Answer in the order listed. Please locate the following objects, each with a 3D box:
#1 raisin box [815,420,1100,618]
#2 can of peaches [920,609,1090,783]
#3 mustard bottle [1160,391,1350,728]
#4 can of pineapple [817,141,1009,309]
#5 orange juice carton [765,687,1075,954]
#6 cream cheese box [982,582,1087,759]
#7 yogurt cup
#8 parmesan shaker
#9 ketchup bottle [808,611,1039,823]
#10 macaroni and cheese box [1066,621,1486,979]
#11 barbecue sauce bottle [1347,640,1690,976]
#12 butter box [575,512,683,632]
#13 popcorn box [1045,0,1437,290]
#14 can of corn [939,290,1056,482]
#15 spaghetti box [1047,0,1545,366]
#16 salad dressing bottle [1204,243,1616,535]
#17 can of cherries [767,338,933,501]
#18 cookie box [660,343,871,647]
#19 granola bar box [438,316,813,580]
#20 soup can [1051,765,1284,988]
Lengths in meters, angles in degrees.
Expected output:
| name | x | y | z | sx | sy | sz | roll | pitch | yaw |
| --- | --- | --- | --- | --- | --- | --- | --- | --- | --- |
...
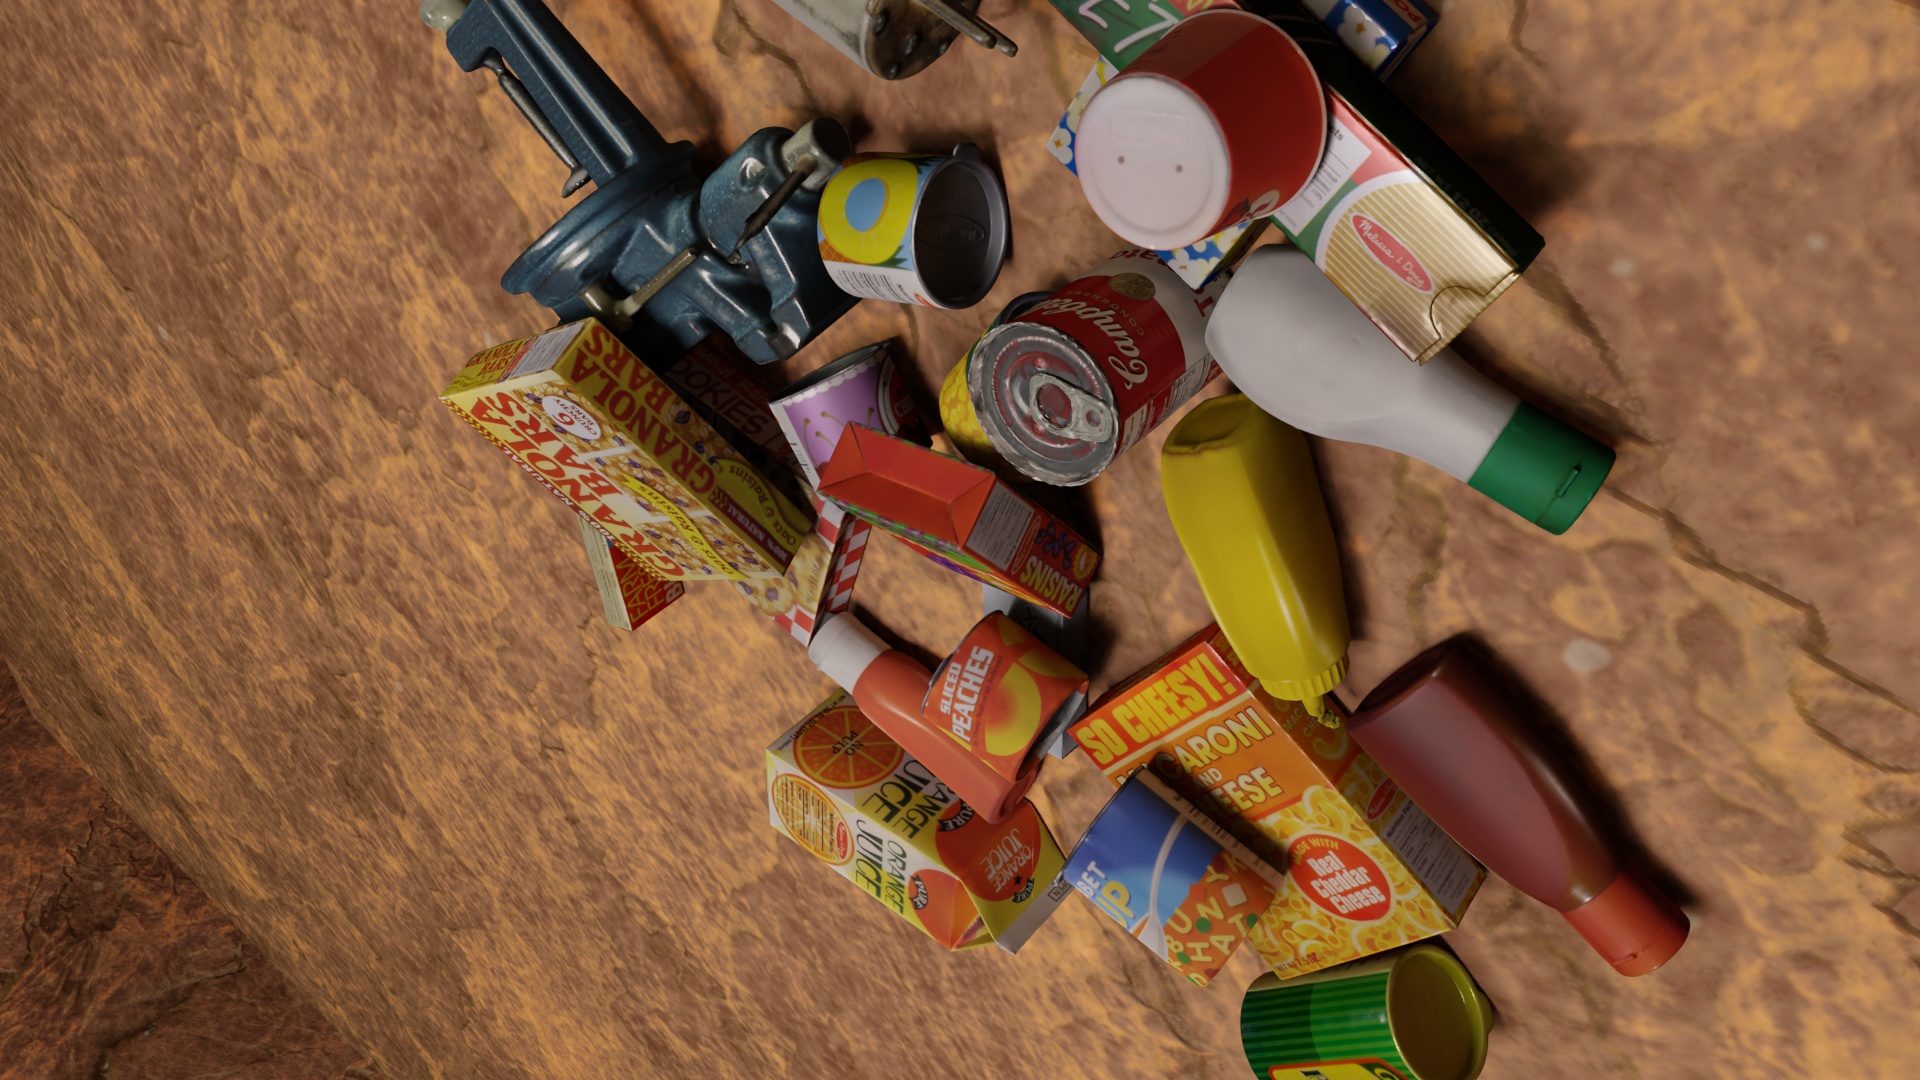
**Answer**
| name | x | y | z | sx | sy | sz | roll | pitch | yaw |
| --- | --- | --- | --- | --- | --- | --- | --- | --- | --- |
| raisin box | 0.002 | -0.008 | 0.653 | 0.086 | 0.040 | 0.123 | 21 | 173 | 32 |
| can of peaches | 0.022 | 0.078 | 0.687 | 0.058 | 0.071 | 0.070 | 36 | 138 | 15 |
| mustard bottle | 0.132 | 0.018 | 0.586 | 0.049 | 0.066 | 0.159 | -3 | 120 | 40 |
| can of pineapple | -0.020 | -0.139 | 0.613 | 0.058 | 0.071 | 0.070 | 14 | 127 | 36 |
| orange juice carton | -0.024 | 0.176 | 0.842 | 0.193 | 0.072 | 0.072 | 28 | 135 | 27 |
| cream cheese box | 0.040 | 0.063 | 0.736 | 0.053 | 0.024 | 0.103 | 23 | 132 | 32 |
| yogurt cup | 0.072 | -0.125 | 0.433 | 0.072 | 0.054 | 0.072 | 24 | 133 | 29 |
| parmesan shaker | 0.199 | 0.241 | 0.686 | 0.071 | 0.072 | 0.102 | 53 | 141 | -1 |
| ketchup bottle | -0.024 | 0.100 | 0.805 | 0.149 | 0.044 | 0.064 | 38 | 158 | 18 |
| macaroni and cheese box | 0.146 | 0.124 | 0.668 | 0.166 | 0.040 | 0.123 | 49 | 141 | 2 |
| barbecue sauce bottle | 0.233 | 0.113 | 0.575 | 0.148 | 0.044 | 0.064 | 47 | 140 | 5 |
| butter box | -0.218 | 0.004 | 0.914 | 0.024 | 0.053 | 0.103 | 16 | 129 | 32 |
| popcorn box | 0.097 | -0.164 | 0.502 | 0.085 | 0.038 | 0.126 | 45 | 140 | 6 |
| can of corn | 0.030 | -0.066 | 0.613 | 0.071 | 0.071 | 0.058 | 50 | 141 | 3 |
| spaghetti box | 0.084 | -0.165 | 0.460 | 0.250 | 0.029 | 0.050 | 47 | 140 | 6 |
| salad dressing bottle | 0.164 | -0.055 | 0.512 | 0.148 | 0.044 | 0.064 | 34 | 103 | 14 |
| can of cherries | -0.053 | -0.061 | 0.701 | 0.071 | 0.072 | 0.058 | -12 | 110 | 47 |
| cookie box | -0.129 | -0.034 | 0.813 | 0.168 | 0.040 | 0.122 | 37 | 138 | 16 |
| granola bar box | -0.176 | -0.042 | 0.738 | 0.124 | 0.039 | 0.165 | -4 | 140 | 45 |
| soup can | 0.097 | 0.160 | 0.652 | 0.084 | 0.072 | 0.071 | 37 | 138 | 16 |
